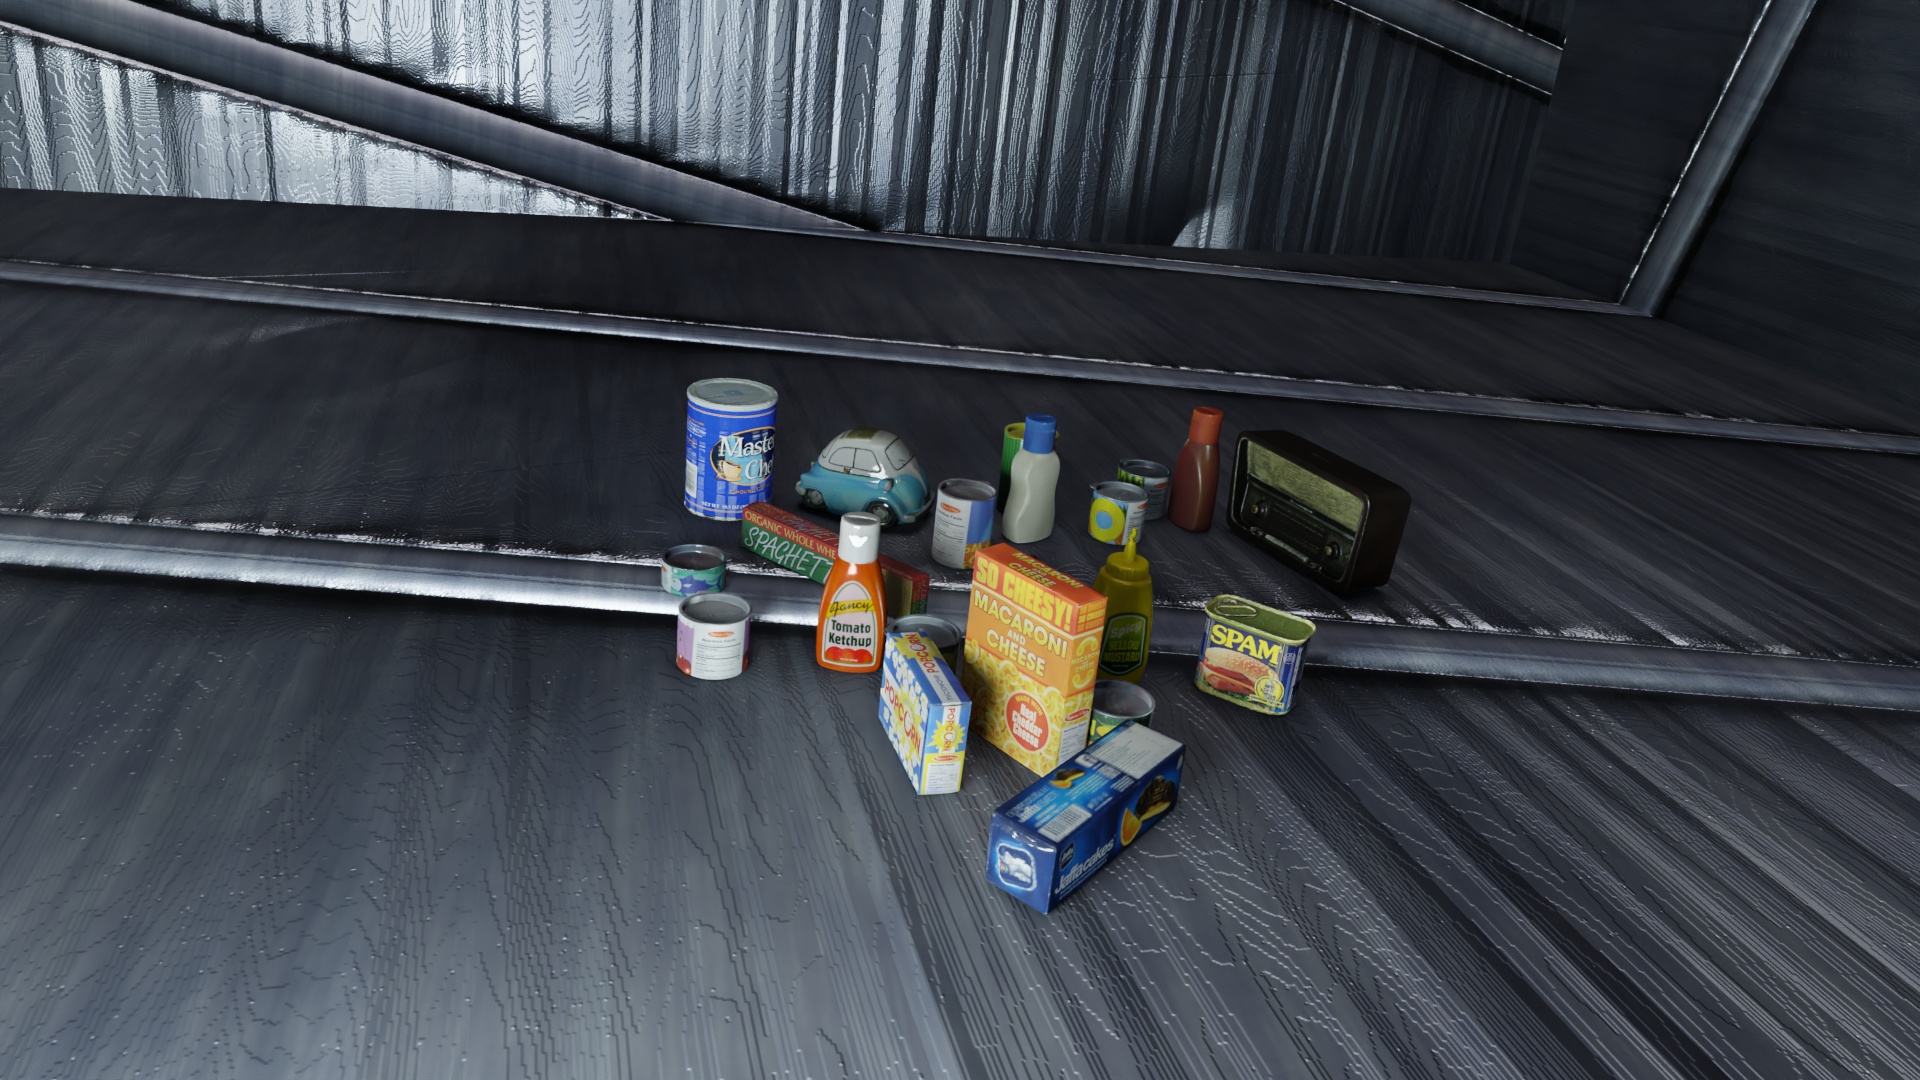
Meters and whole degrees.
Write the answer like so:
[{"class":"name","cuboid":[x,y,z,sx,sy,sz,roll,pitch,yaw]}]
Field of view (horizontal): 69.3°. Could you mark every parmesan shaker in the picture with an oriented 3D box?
[{"class":"parmesan shaker","cuboid":[0.079,-0.085,1.696,0.071,0.102,0.071,6,23,-2]}]

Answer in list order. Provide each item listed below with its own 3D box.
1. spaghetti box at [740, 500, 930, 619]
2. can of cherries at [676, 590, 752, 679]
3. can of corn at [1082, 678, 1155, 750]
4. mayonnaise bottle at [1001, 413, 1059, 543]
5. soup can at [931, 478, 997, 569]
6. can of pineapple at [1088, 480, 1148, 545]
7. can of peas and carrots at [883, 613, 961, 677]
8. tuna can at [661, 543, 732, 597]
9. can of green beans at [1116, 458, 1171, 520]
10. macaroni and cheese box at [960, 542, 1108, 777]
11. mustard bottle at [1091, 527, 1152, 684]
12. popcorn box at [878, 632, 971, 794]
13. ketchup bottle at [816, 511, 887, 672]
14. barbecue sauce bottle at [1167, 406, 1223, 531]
[{"class":"spaghetti box","cuboid":[-0.137,0.020,1.460,0.250,0.050,0.029,22,27,33]},{"class":"can of cherries","cuboid":[-0.226,0.086,1.271,0.071,0.058,0.072,6,23,-2]},{"class":"can of corn","cuboid":[0.127,0.160,1.191,0.071,0.058,0.071,6,23,-2]},{"class":"mayonnaise bottle","cuboid":[0.085,-0.072,1.611,0.065,0.147,0.041,-12,29,-37]},{"class":"soup can","cuboid":[0.006,-0.019,1.547,0.071,0.083,0.071,6,23,-2]},{"class":"can of pineapple","cuboid":[0.187,-0.034,1.663,0.071,0.057,0.071,6,23,-2]},{"class":"can of peas and carrots","cuboid":[-0.037,0.108,1.268,0.071,0.058,0.071,6,23,-2]},{"class":"tuna can","cuboid":[-0.270,0.031,1.421,0.071,0.032,0.071,6,23,-2]},{"class":"can of green beans","cuboid":[0.227,-0.064,1.745,0.071,0.057,0.071,6,23,-2]},{"class":"macaroni and cheese box","cuboid":[0.058,0.101,1.172,0.040,0.165,0.124,-14,30,-40]},{"class":"mustard bottle","cuboid":[0.148,0.063,1.293,0.065,0.159,0.049,-1,24,-17]},{"class":"popcorn box","cuboid":[-0.031,0.142,1.157,0.038,0.085,0.127,-2,24,-19]},{"class":"ketchup bottle","cuboid":[-0.097,0.047,1.280,0.065,0.148,0.044,6,22,-1]},{"class":"barbecue sauce bottle","cuboid":[0.292,-0.089,1.704,0.044,0.148,0.065,-6,25,-27]}]
